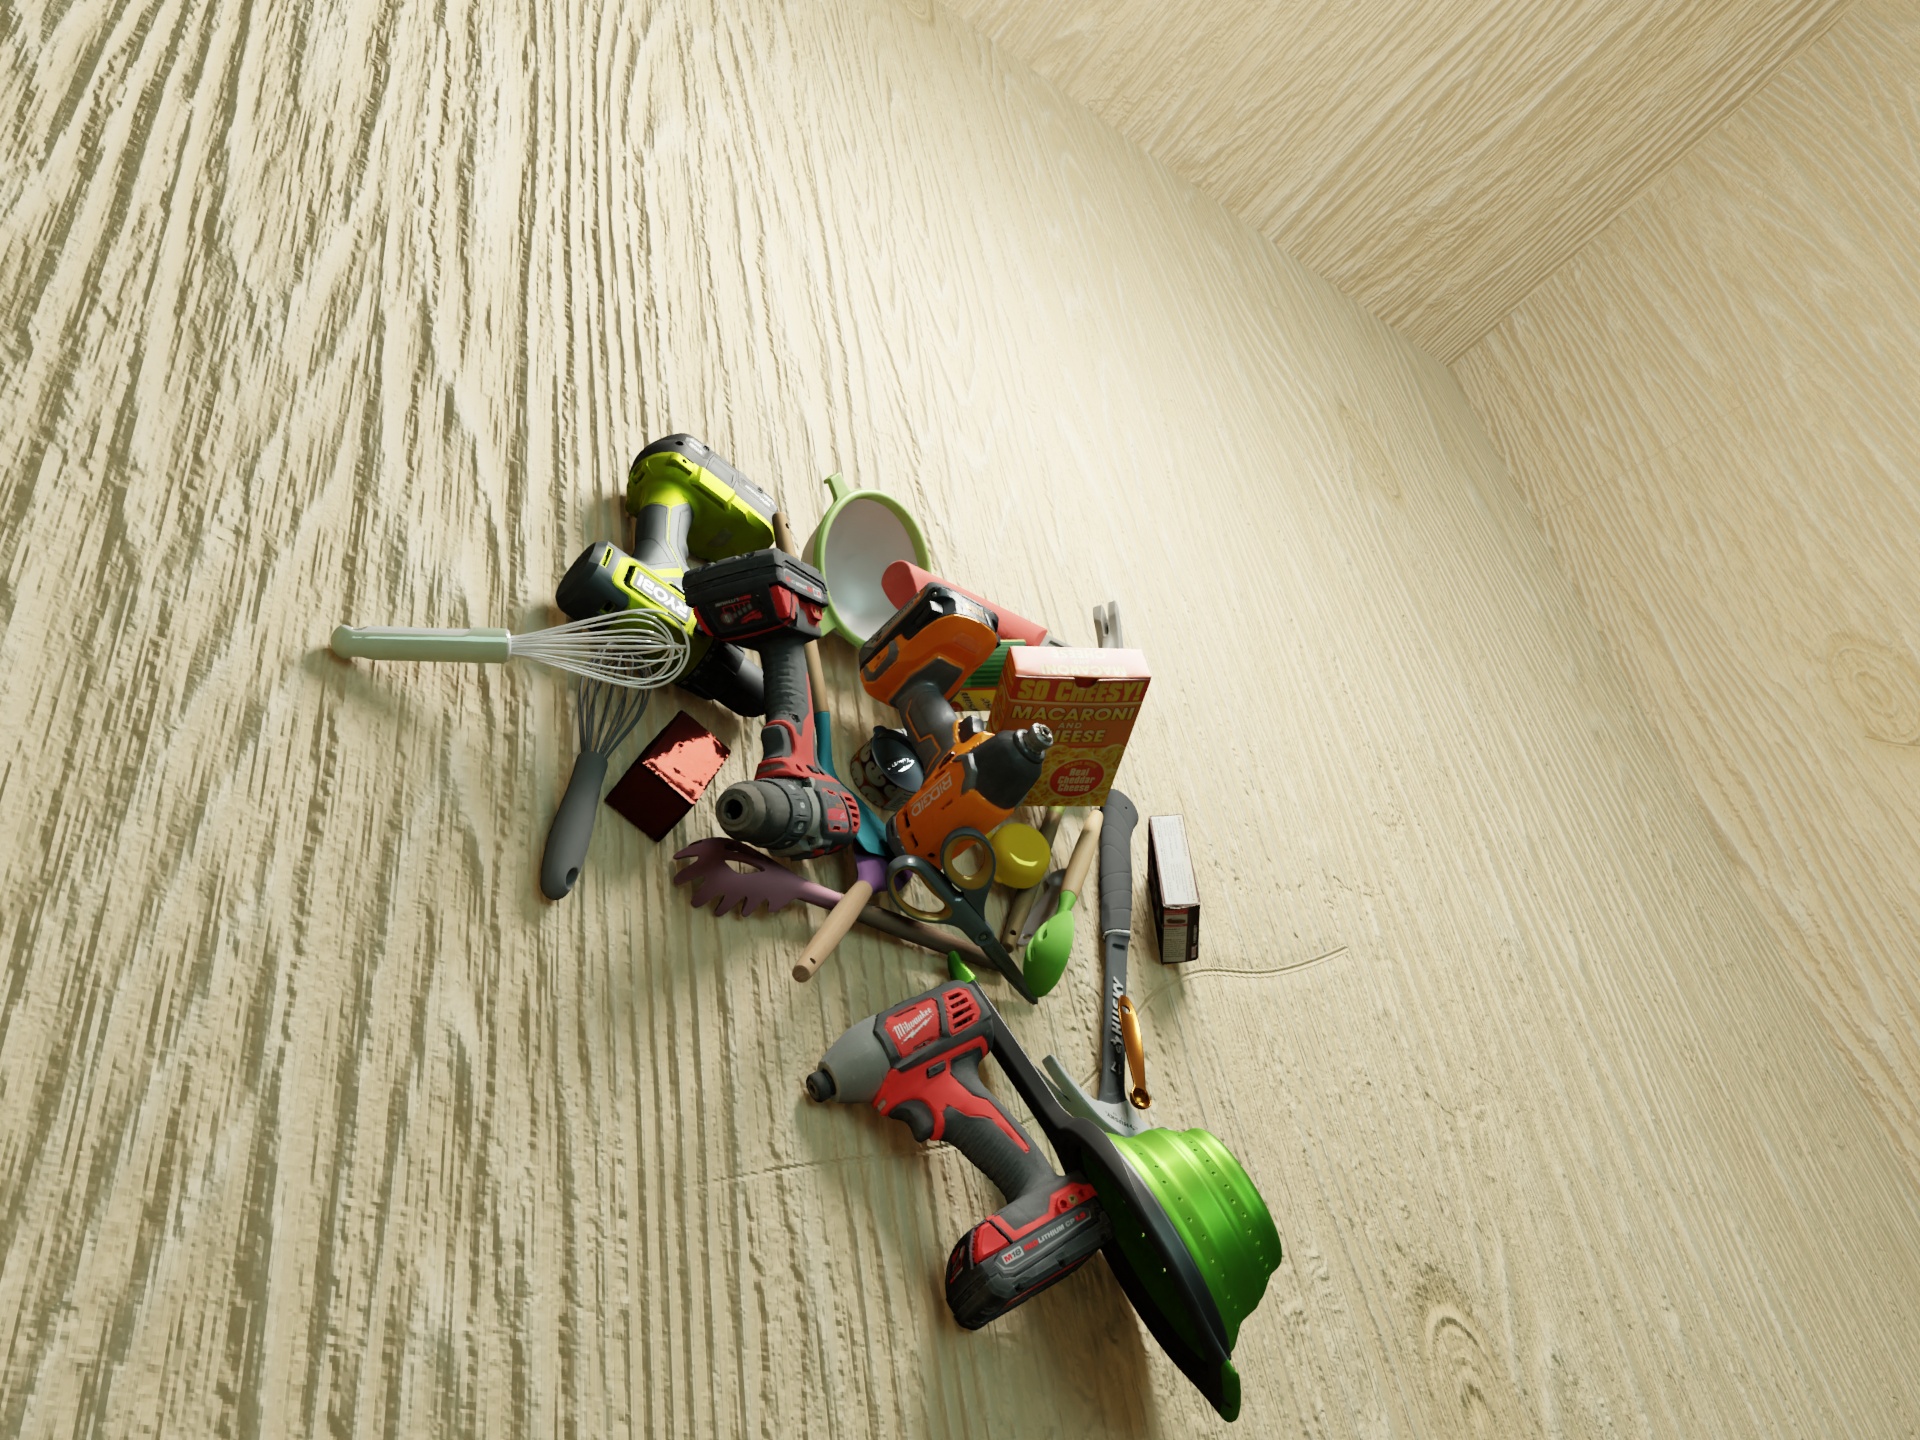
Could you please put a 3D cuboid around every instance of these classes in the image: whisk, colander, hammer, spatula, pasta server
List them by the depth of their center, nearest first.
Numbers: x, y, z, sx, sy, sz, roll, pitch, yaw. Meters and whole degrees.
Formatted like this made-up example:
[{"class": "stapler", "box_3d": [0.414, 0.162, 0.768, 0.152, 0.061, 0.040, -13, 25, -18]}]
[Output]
[{"class": "whisk", "box_3d": [-0.312, -0.053, 1.121, 0.246, 0.059, 0.058, 1, 10, -24]}, {"class": "whisk", "box_3d": [-0.265, 0.033, 1.141, 0.055, 0.055, 0.239, 30, 41, -24]}, {"class": "colander", "box_3d": [0.119, 0.304, 1.167, 0.094, 0.204, 0.398, -27, 52, -14]}, {"class": "spatula", "box_3d": [-0.080, 0.133, 1.192, 0.060, 0.018, 0.316, 45, 15, -2]}, {"class": "pasta server", "box_3d": [-0.081, 0.153, 1.238, 0.316, 0.040, 0.060, 26, 38, -36]}, {"class": "spatula", "box_3d": [-0.112, -0.032, 1.328, 0.082, 0.044, 0.318, 18, 55, -64]}, {"class": "hammer", "box_3d": [0.134, 0.204, 1.421, 0.149, 0.036, 0.409, 33, 34, -19]}, {"class": "hammer", "box_3d": [0.053, -0.096, 1.560, 0.358, 0.037, 0.149, 21, 60, -48]}]

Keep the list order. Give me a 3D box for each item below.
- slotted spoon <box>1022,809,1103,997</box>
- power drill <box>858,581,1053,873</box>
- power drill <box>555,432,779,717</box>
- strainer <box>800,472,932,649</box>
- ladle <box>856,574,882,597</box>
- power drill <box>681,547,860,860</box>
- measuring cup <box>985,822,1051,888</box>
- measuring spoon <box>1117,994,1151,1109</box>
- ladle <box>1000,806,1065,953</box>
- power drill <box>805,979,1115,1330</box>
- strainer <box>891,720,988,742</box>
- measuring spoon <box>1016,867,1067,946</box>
[{"class": "slotted spoon", "box_3d": [0.095, 0.144, 1.376, 0.031, 0.070, 0.314, 32, 24, 0]}, {"class": "power drill", "box_3d": [-0.002, -0.004, 1.305, 0.084, 0.164, 0.227, 25, 37, -36]}, {"class": "power drill", "box_3d": [-0.221, -0.118, 1.322, 0.190, 0.080, 0.229, 36, 36, -24]}, {"class": "strainer", "box_3d": [-0.066, -0.125, 1.504, 0.256, 0.069, 0.151, 17, 74, -49]}, {"class": "ladle", "box_3d": [0.009, -0.106, 1.620, 0.315, 0.031, 0.069, 21, 46, -37]}, {"class": "power drill", "box_3d": [-0.144, -0.008, 1.181, 0.187, 0.080, 0.227, 19, 59, -73]}, {"class": "measuring cup", "box_3d": [0.014, 0.084, 1.393, 0.156, 0.029, 0.062, 40, 45, 8]}, {"class": "measuring spoon", "box_3d": [0.140, 0.273, 1.311, 0.021, 0.011, 0.117, 26, 33, -22]}, {"class": "ladle", "box_3d": [0.084, 0.096, 1.461, 0.078, 0.062, 0.320, 23, 37, 2]}, {"class": "power drill", "box_3d": [-0.005, 0.297, 1.108, 0.143, 0.078, 0.220, -19, 62, -31]}, {"class": "strainer", "box_3d": [0.032, 0.010, 1.467, 0.258, 0.050, 0.087, -5, 17, -31]}, {"class": "measuring spoon", "box_3d": [0.077, 0.169, 1.407, 0.124, 0.034, 0.018, -48, 131, -52]}]
